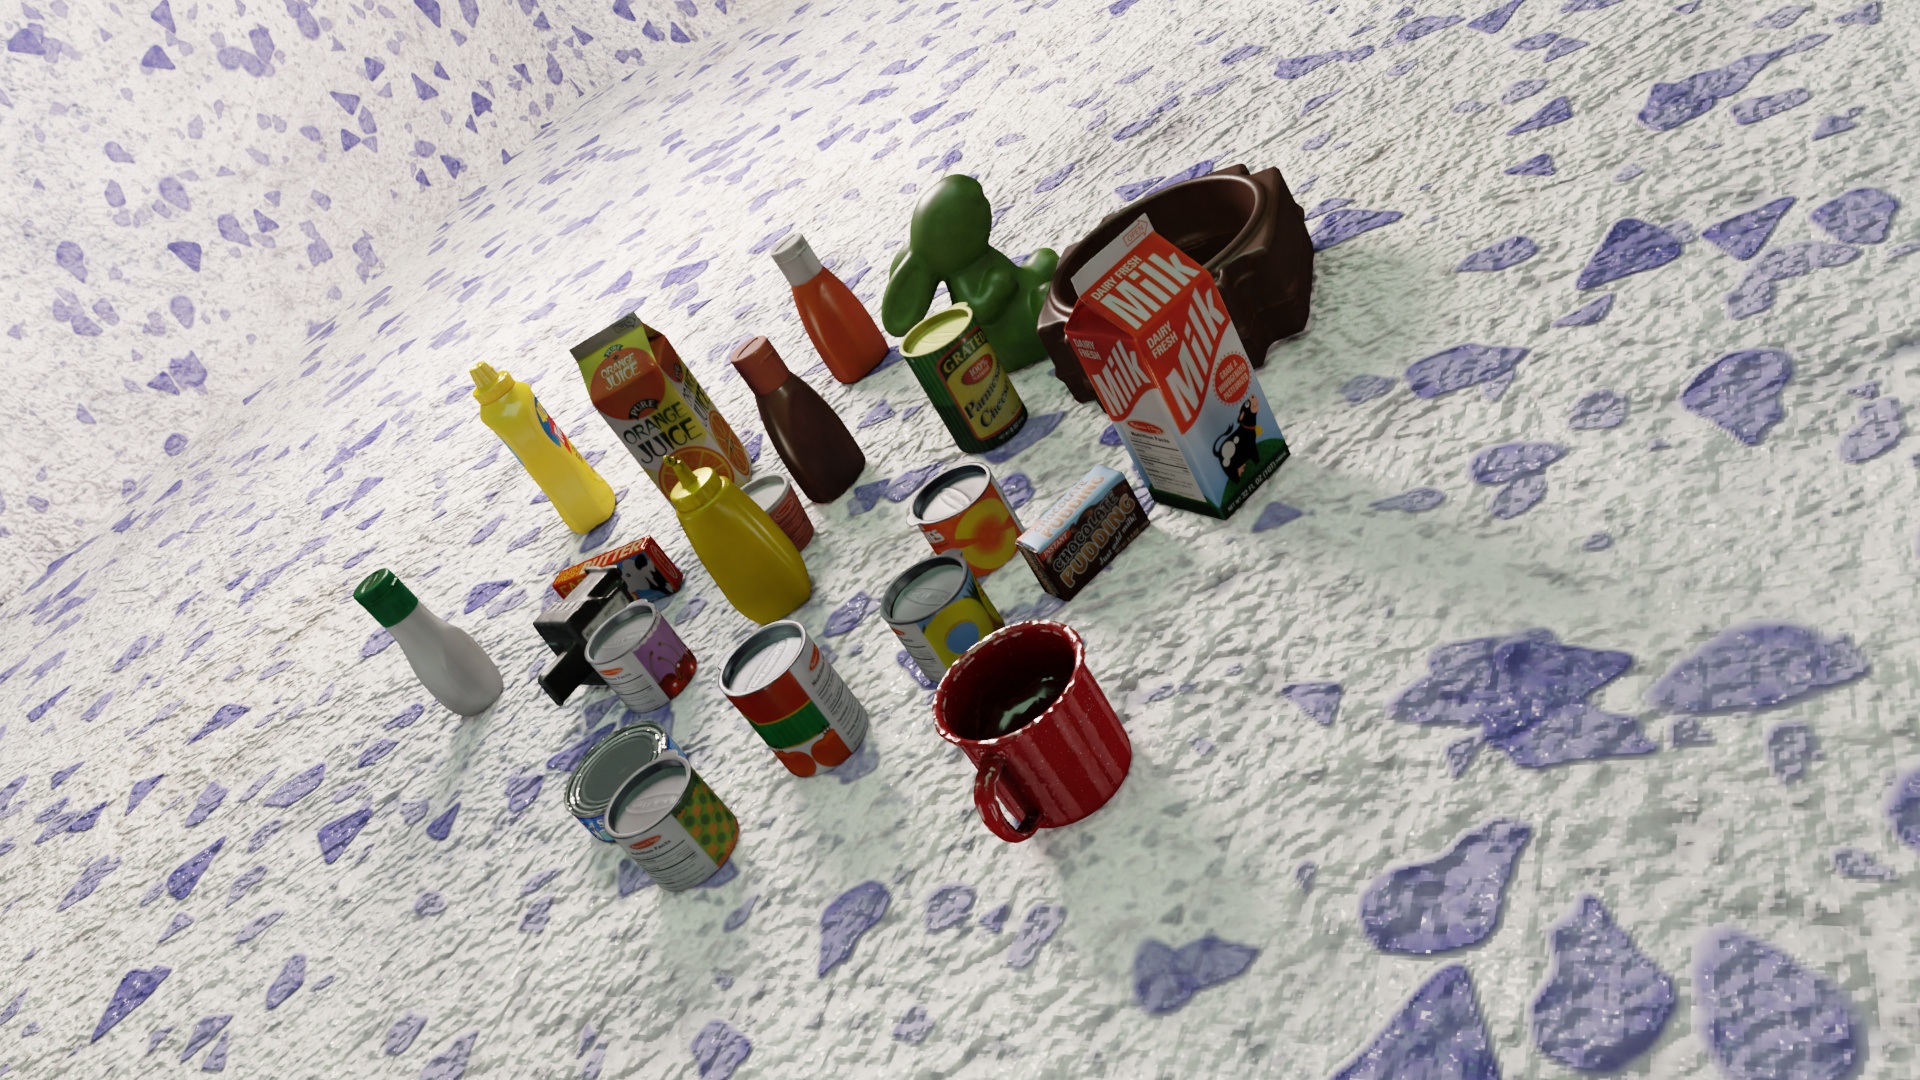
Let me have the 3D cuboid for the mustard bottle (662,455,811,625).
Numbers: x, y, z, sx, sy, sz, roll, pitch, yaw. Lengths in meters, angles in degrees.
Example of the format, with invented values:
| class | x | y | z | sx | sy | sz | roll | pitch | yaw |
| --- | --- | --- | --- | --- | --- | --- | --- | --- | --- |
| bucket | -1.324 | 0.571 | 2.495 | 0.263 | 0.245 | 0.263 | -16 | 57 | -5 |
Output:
| class | x | y | z | sx | sy | sz | roll | pitch | yaw |
| --- | --- | --- | --- | --- | --- | --- | --- | --- | --- |
| mustard bottle | -0.176 | -0.008 | 1.059 | 0.065 | 0.159 | 0.049 | -30 | 30 | 5 |

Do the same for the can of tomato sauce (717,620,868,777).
| class | x | y | z | sx | sy | sz | roll | pitch | yaw |
| --- | --- | --- | --- | --- | --- | --- | --- | --- | --- |
| can of tomato sauce | -0.110 | 0.105 | 0.912 | 0.071 | 0.083 | 0.071 | -23 | 31 | 15 |

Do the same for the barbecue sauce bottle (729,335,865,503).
| class | x | y | z | sx | sy | sz | roll | pitch | yaw |
| --- | --- | --- | --- | --- | --- | --- | --- | --- | --- |
| barbecue sauce bottle | -0.140 | -0.105 | 1.177 | 0.043 | 0.148 | 0.065 | 1 | 44 | 44 |

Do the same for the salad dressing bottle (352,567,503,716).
| class | x | y | z | sx | sy | sz | roll | pitch | yaw |
| --- | --- | --- | --- | --- | --- | --- | --- | --- | --- |
| salad dressing bottle | -0.456 | 0.087 | 1.191 | 0.044 | 0.147 | 0.064 | -22 | 32 | 18 |

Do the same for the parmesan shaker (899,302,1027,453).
| class | x | y | z | sx | sy | sz | roll | pitch | yaw |
| --- | --- | --- | --- | --- | --- | --- | --- | --- | --- |
| parmesan shaker | 0.006 | -0.131 | 1.126 | 0.071 | 0.102 | 0.072 | -23 | 31 | 16 |

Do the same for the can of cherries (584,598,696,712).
| class | x | y | z | sx | sy | sz | roll | pitch | yaw |
| --- | --- | --- | --- | --- | --- | --- | --- | --- | --- |
| can of cherries | -0.247 | 0.090 | 1.084 | 0.071 | 0.058 | 0.072 | -23 | 31 | 15 |

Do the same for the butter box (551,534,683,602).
| class | x | y | z | sx | sy | sz | roll | pitch | yaw |
| --- | --- | --- | --- | --- | --- | --- | --- | --- | --- |
| butter box | -0.300 | 0.036 | 1.215 | 0.103 | 0.053 | 0.024 | -20 | 32 | 20 |

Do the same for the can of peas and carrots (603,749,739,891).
| class | x | y | z | sx | sy | sz | roll | pitch | yaw |
| --- | --- | --- | --- | --- | --- | --- | --- | --- | --- |
| can of peas and carrots | -0.185 | 0.180 | 0.895 | 0.071 | 0.058 | 0.071 | -23 | 31 | 15 |

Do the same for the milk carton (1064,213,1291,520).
| class | x | y | z | sx | sy | sz | roll | pitch | yaw |
| --- | --- | --- | --- | --- | --- | --- | --- | --- | --- |
| milk carton | 0.133 | -0.111 | 0.893 | 0.072 | 0.190 | 0.073 | -44 | 32 | -18 |

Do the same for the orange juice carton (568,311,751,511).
| class | x | y | z | sx | sy | sz | roll | pitch | yaw |
| --- | --- | --- | --- | --- | --- | --- | --- | --- | --- |
| orange juice carton | -0.272 | -0.116 | 1.271 | 0.072 | 0.192 | 0.073 | -28 | 31 | 9 |

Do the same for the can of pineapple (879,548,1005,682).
| class | x | y | z | sx | sy | sz | roll | pitch | yaw |
| --- | --- | --- | --- | --- | --- | --- | --- | --- | --- |
| can of pineapple | -0.010 | 0.050 | 0.923 | 0.071 | 0.057 | 0.071 | -23 | 31 | 15 |

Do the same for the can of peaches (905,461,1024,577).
| class | x | y | z | sx | sy | sz | roll | pitch | yaw |
| --- | --- | --- | --- | --- | --- | --- | --- | --- | --- |
| can of peaches | 0.004 | -0.013 | 1.001 | 0.071 | 0.058 | 0.071 | -23 | 31 | 15 |

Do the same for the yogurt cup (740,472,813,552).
| class | x | y | z | sx | sy | sz | roll | pitch | yaw |
| --- | --- | --- | --- | --- | --- | --- | --- | --- | --- |
| yogurt cup | -0.159 | -0.015 | 1.159 | 0.072 | 0.053 | 0.073 | -23 | 31 | 15 |

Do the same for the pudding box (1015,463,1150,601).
| class | x | y | z | sx | sy | sz | roll | pitch | yaw |
| --- | --- | --- | --- | --- | --- | --- | --- | --- | --- |
| pudding box | 0.082 | -0.006 | 0.928 | 0.084 | 0.049 | 0.030 | -42 | 31 | -16 |

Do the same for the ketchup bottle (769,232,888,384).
| class | x | y | z | sx | sy | sz | roll | pitch | yaw |
| --- | --- | --- | --- | --- | --- | --- | --- | --- | --- |
| ketchup bottle | -0.129 | -0.226 | 1.342 | 0.043 | 0.148 | 0.065 | 10 | 51 | 50 |
